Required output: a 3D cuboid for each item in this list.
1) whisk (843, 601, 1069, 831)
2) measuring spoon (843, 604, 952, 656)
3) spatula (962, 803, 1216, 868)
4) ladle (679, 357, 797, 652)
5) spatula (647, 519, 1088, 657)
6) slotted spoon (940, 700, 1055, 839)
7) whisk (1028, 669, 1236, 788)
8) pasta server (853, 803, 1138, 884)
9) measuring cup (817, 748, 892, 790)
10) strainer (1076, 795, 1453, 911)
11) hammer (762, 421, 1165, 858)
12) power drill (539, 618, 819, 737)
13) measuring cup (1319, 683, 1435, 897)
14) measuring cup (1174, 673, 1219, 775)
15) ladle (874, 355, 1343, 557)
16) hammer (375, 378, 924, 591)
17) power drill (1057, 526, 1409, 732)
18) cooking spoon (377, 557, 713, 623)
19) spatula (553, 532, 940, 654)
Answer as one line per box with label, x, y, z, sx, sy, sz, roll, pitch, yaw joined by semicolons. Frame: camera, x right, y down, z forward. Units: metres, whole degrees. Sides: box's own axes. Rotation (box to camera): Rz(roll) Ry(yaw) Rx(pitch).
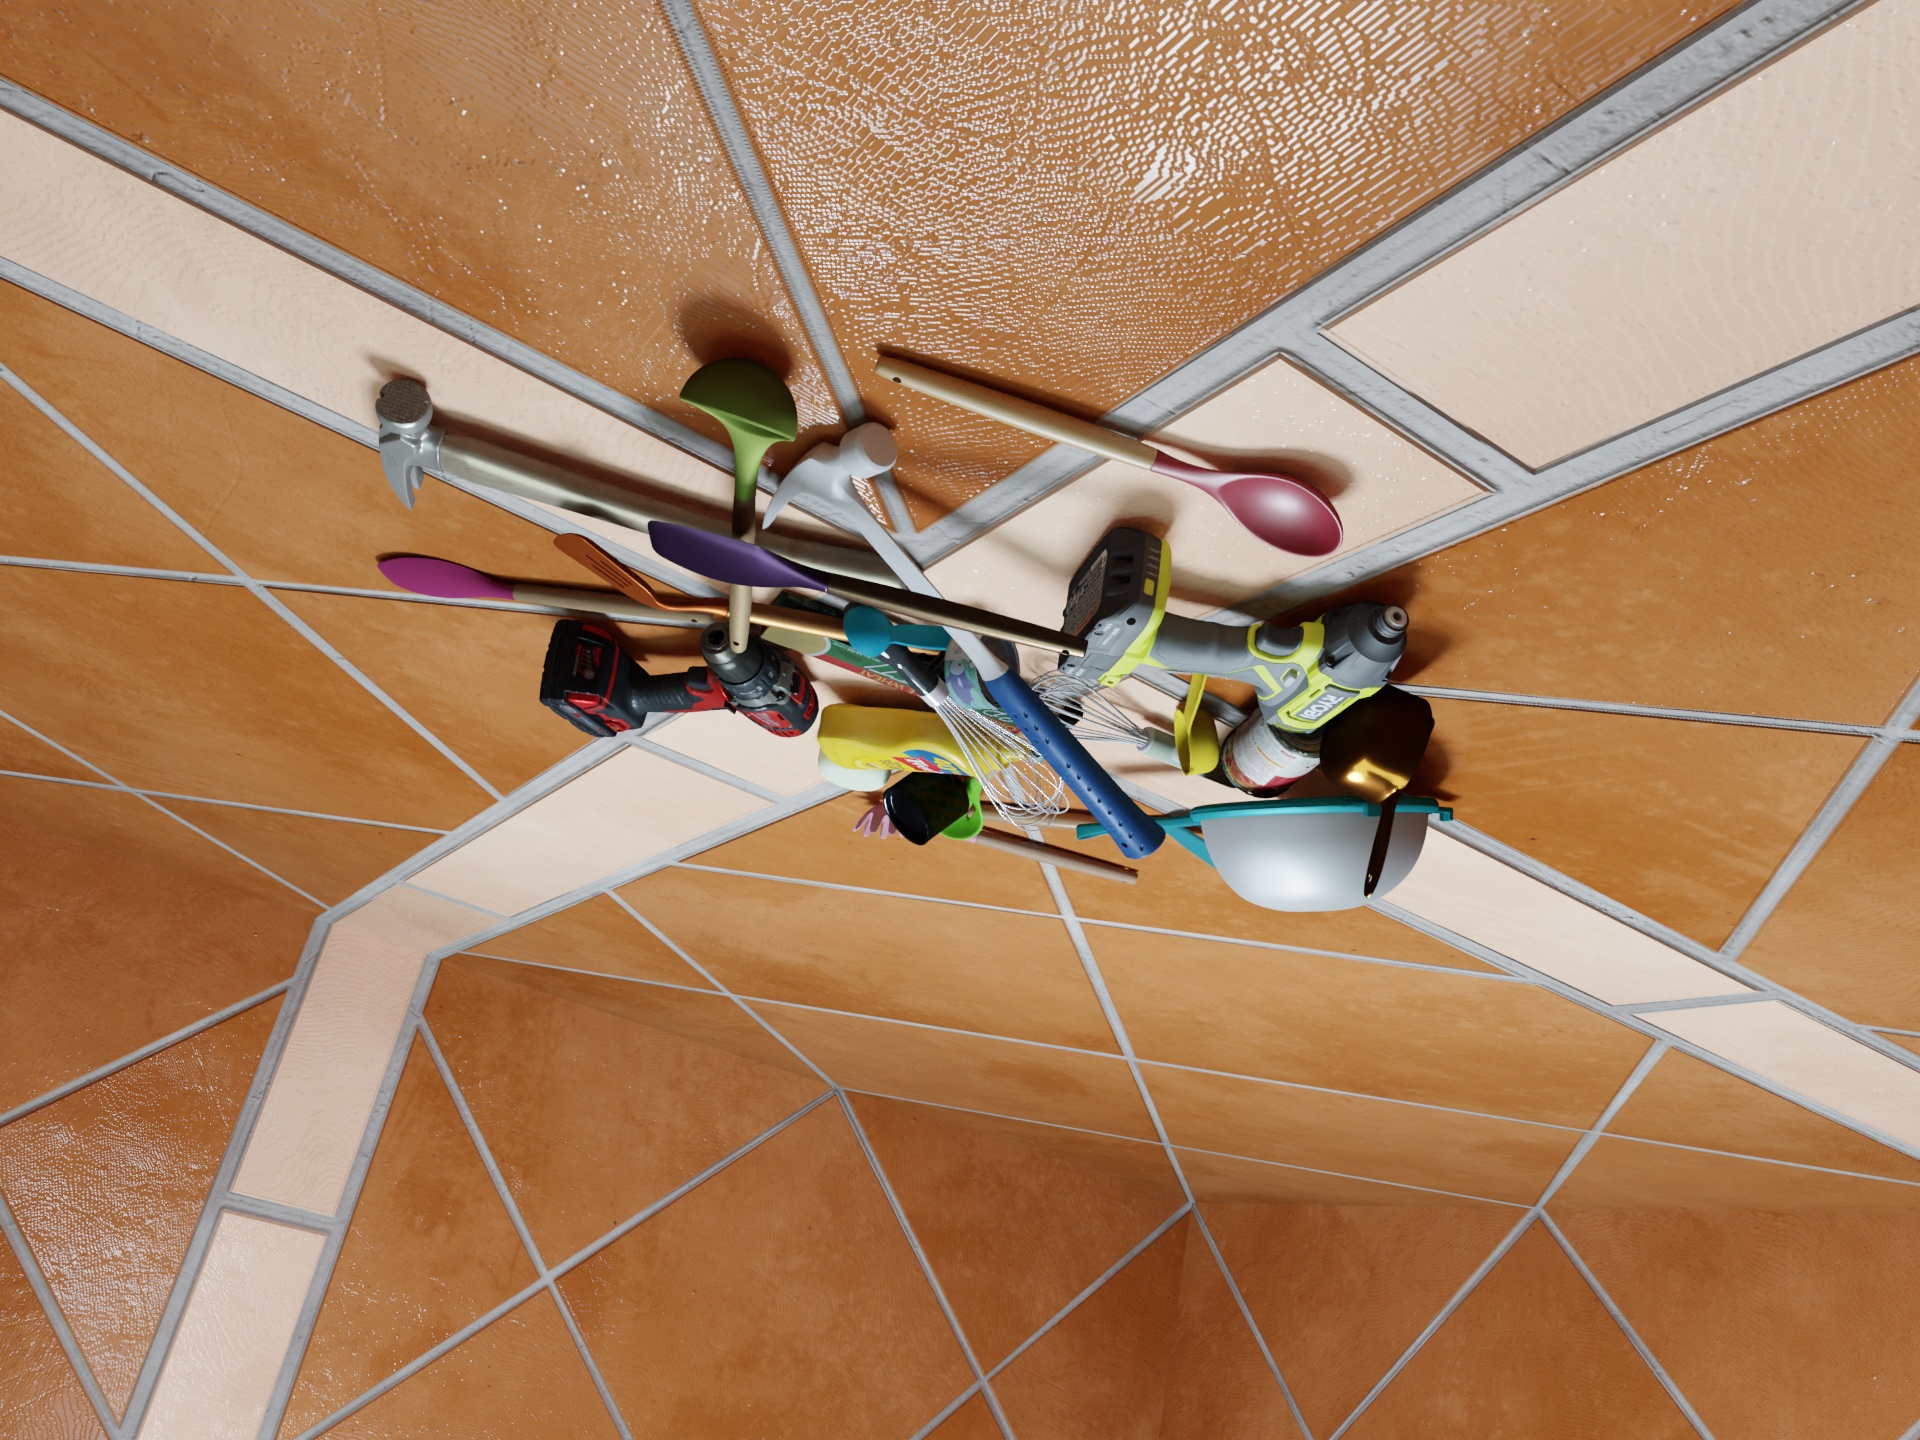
whisk;-0.002;-0.005;1.325;0.070;0.070;0.284;-11;134;43
measuring spoon;-0.036;-0.071;1.258;0.128;0.042;0.021;2;157;-41
spatula;0.125;0.113;1.611;0.317;0.044;0.082;5;158;20
ladle;-0.157;-0.133;1.116;0.078;0.062;0.320;21;147;4
spatula;-0.066;-0.087;1.101;0.316;0.018;0.059;14;152;6
slotted spoon;0.031;0.046;1.524;0.070;0.031;0.313;43;151;2
whisk;0.154;0.014;1.371;0.246;0.058;0.059;21;-170;-28
pasta server;0.041;0.140;1.723;0.316;0.040;0.060;15;169;-9
measuring cup;-0.071;0.039;1.547;0.167;0.038;0.083;-6;150;41
strainer;0.254;0.124;1.411;0.340;0.095;0.211;-7;172;34
hammer;0.016;-0.043;1.169;0.144;0.035;0.405;-13;126;49
power drill;-0.253;-0.040;1.401;0.227;0.080;0.187;2;162;16
measuring cup;0.295;0.047;1.171;0.052;0.174;0.095;25;148;-7
measuring cup;0.200;-0.011;1.296;0.029;0.062;0.156;-6;145;-6
ladle;0.096;-0.171;1.002;0.315;0.031;0.069;18;154;-8
hammer;-0.230;-0.150;1.207;0.410;0.038;0.146;16;158;-8
power drill;0.196;-0.062;1.140;0.223;0.080;0.171;13;158;-11
cooking spoon;-0.365;-0.109;1.389;0.319;0.017;0.068;7;156;14
spatula;-0.161;-0.094;1.260;0.322;0.041;0.081;10;175;-25
